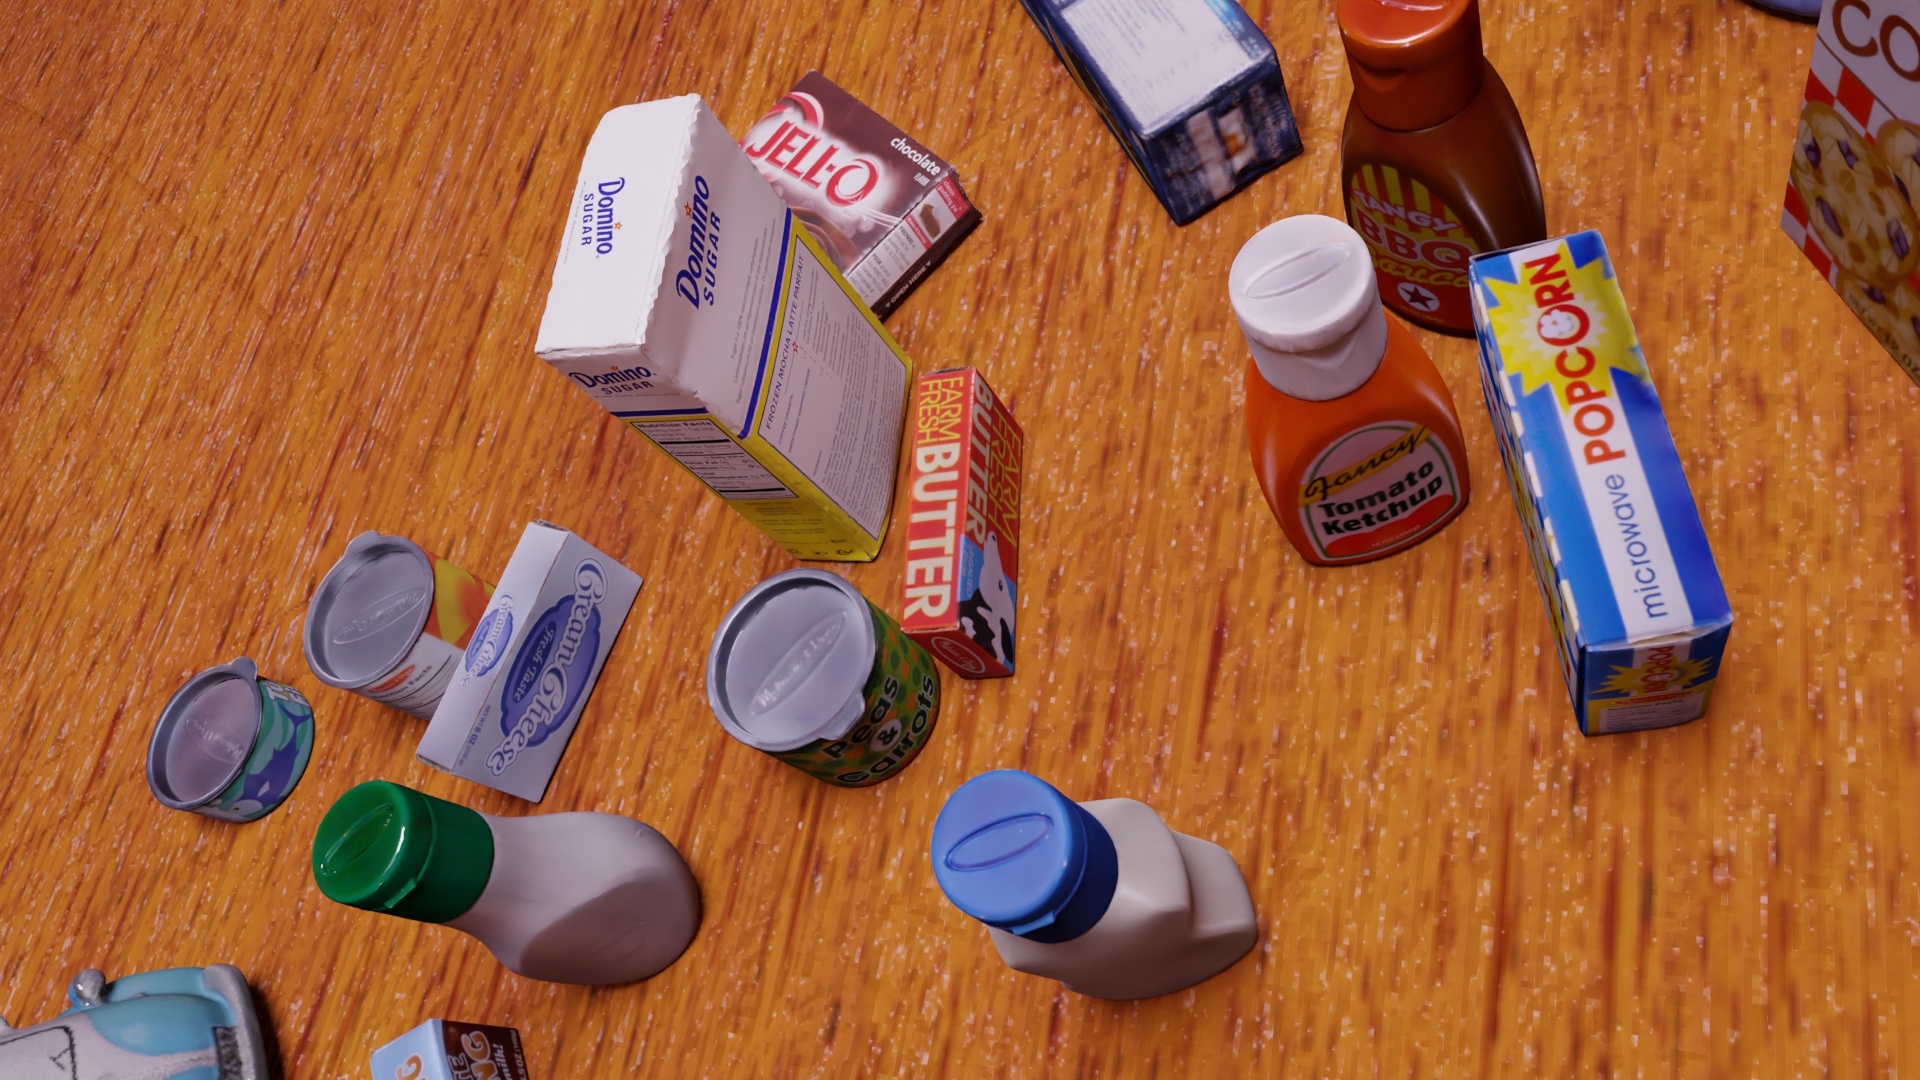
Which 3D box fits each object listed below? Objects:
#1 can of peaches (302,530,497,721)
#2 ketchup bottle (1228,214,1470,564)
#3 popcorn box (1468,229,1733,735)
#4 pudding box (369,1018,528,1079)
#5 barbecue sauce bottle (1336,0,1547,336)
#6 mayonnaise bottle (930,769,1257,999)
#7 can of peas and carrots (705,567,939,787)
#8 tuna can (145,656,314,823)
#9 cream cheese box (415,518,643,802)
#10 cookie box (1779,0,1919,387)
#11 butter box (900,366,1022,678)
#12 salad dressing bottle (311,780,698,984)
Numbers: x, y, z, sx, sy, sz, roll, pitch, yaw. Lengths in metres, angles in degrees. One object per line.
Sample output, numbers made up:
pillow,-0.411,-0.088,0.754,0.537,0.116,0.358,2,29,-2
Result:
can of peaches,-0.231,0.037,0.590,0.071,0.058,0.071,-10,64,20
ketchup bottle,0.114,-0.041,0.416,0.064,0.148,0.044,-24,60,13
popcorn box,0.185,-0.015,0.409,0.038,0.085,0.127,-14,62,19
pudding box,-0.173,0.214,0.487,0.030,0.049,0.084,-32,58,8
barbecue sauce bottle,0.148,-0.121,0.437,0.065,0.148,0.044,30,82,32
mayonnaise bottle,0.038,0.098,0.386,0.064,0.147,0.041,-24,60,13
can of peas and carrots,-0.046,0.052,0.499,0.071,0.058,0.071,-10,64,20
tuna can,-0.326,0.089,0.624,0.071,0.032,0.071,-10,64,20
cream cheese box,-0.172,0.049,0.560,0.024,0.053,0.104,14,74,29
cookie box,0.274,-0.096,0.357,0.040,0.167,0.123,-27,59,11
butter box,0.002,-0.006,0.507,0.024,0.053,0.104,-7,65,22
salad dressing bottle,-0.145,0.114,0.462,0.064,0.147,0.044,-42,57,2
